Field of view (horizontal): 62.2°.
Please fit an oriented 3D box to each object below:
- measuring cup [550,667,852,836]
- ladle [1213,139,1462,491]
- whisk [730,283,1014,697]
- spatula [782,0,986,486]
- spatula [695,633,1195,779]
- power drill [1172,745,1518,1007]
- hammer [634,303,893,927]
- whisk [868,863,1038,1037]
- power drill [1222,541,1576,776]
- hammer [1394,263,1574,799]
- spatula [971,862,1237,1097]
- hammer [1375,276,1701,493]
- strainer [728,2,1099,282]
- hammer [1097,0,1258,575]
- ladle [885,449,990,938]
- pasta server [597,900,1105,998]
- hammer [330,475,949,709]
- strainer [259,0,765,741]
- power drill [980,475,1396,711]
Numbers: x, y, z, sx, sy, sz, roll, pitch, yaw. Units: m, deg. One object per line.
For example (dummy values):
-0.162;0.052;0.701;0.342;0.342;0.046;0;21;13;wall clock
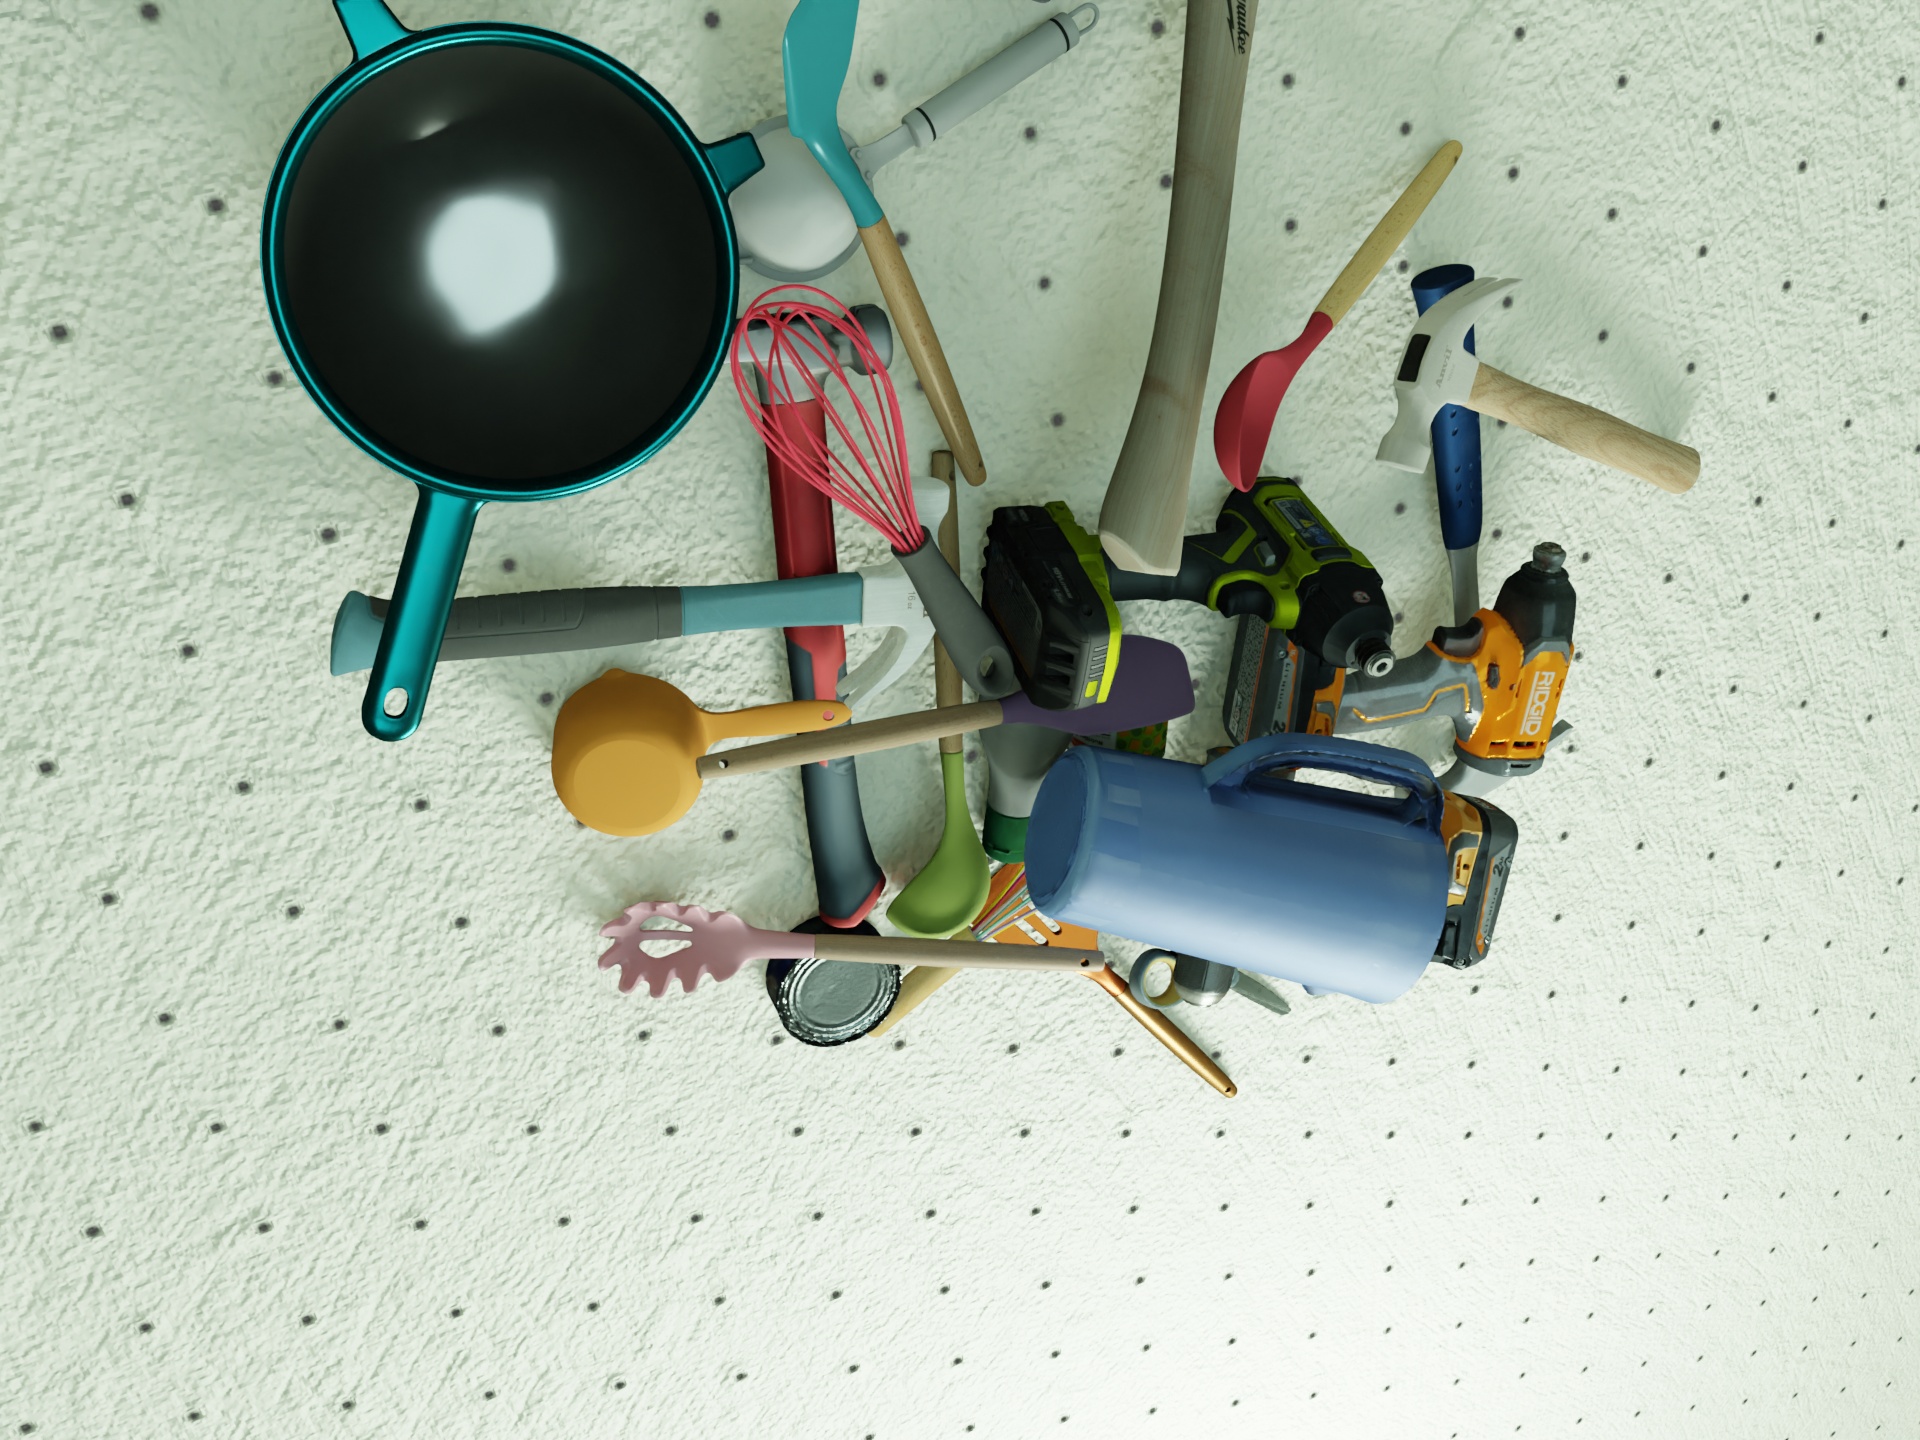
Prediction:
-0.147;0.017;0.904;0.173;0.052;0.095;-8;121;-2;measuring cup
0.220;-0.245;0.913;0.315;0.031;0.069;-52;148;-27;ladle
-0.035;-0.107;0.831;0.073;0.073;0.295;-37;134;-4;whisk
-0.029;-0.236;0.821;0.082;0.044;0.317;-64;147;-29;spatula
-0.001;-0.003;0.936;0.316;0.018;0.060;-12;85;-22;spatula
0.262;0.123;1.129;0.226;0.084;0.185;9;101;-12;power drill
-0.100;-0.041;0.934;0.143;0.038;0.386;-13;119;-18;hammer
0.029;0.134;1.069;0.245;0.051;0.047;-41;109;6;whisk
0.303;-0.044;1.069;0.226;0.084;0.164;0;117;-11;power drill
0.356;-0.117;1.111;0.144;0.035;0.405;-23;122;-13;hammer
0.123;0.201;1.170;0.081;0.041;0.322;-43;129;2;spatula
0.402;-0.203;1.062;0.331;0.031;0.130;7;102;-38;hammer
-0.028;-0.308;0.835;0.258;0.050;0.086;-37;128;-9;strainer
0.139;-0.284;0.865;0.146;0.038;0.410;4;97;-27;hammer
-0.016;-0.009;0.991;0.078;0.062;0.320;-24;119;-48;ladle
-0.064;0.145;0.995;0.316;0.040;0.060;4;99;-7;pasta server
-0.165;-0.059;0.857;0.331;0.033;0.128;-6;116;-19;hammer
-0.240;-0.159;0.771;0.210;0.095;0.340;12;107;-28;strainer
0.138;-0.075;0.950;0.223;0.171;0.080;-7;132;-17;power drill
